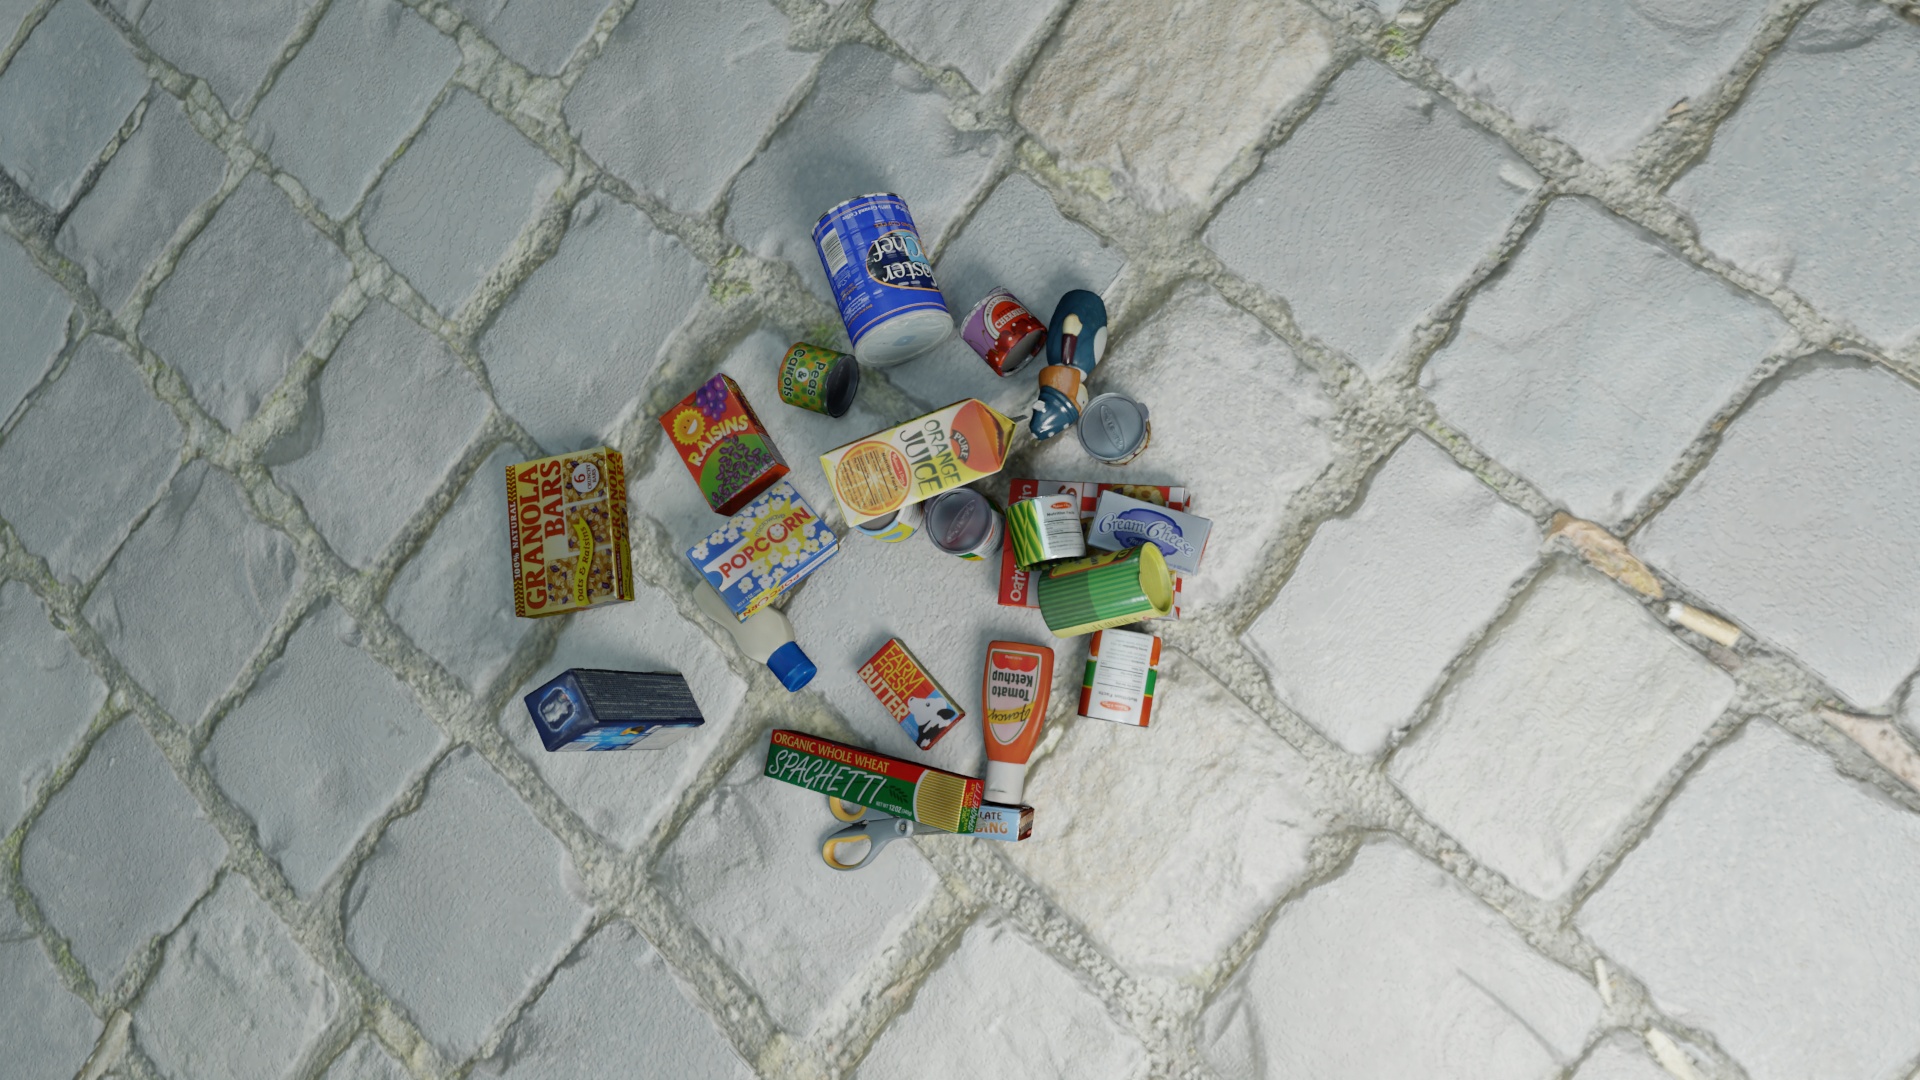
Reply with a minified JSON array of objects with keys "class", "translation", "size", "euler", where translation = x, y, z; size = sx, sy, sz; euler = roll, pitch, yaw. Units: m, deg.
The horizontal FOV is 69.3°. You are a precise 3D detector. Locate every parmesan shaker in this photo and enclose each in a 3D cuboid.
[{"class":"parmesan shaker","translation":[0.126,0.045,1.230],"size":[0.103,0.071,0.071],"euler":[-15,77,28]}]

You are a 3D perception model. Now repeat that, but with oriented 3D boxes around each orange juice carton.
[{"class":"orange juice carton","translation":[-0.027,-0.081,1.288],"size":[0.193,0.072,0.073],"euler":[-21,96,-1]}]

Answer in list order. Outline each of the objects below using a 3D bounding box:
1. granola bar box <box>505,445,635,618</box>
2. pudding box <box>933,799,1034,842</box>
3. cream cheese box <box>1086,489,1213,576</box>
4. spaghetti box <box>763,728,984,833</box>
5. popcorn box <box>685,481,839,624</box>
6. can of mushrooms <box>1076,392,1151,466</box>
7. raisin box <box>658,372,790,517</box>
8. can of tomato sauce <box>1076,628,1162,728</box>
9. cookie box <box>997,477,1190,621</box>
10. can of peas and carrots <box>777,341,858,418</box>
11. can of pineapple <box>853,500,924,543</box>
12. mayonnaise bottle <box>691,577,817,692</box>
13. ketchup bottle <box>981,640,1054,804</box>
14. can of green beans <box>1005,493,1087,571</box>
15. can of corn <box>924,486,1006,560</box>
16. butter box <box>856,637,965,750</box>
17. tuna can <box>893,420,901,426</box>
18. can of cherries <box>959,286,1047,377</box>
[{"class":"granola bar box","translation":[-0.415,-0.007,1.476],"size":[0.124,0.039,0.165],"euler":[-10,79,15]},{"class":"pudding box","translation":[0.022,0.259,1.293],"size":[0.084,0.049,0.030],"euler":[4,85,18]},{"class":"cream cheese box","translation":[0.171,-0.006,1.259],"size":[0.104,0.024,0.053],"euler":[17,86,18]},{"class":"spaghetti box","translation":[-0.087,0.223,1.303],"size":[0.250,0.028,0.050],"euler":[7,84,38]},{"class":"popcorn box","translation":[-0.195,0.011,1.382],"size":[0.127,0.038,0.085],"euler":[-37,72,-16]},{"class":"can of mushrooms","translation":[0.149,-0.105,1.318],"size":[0.071,0.033,0.071],"euler":[-3,80,17]},{"class":"raisin box","translation":[-0.245,-0.099,1.437],"size":[0.086,0.040,0.123],"euler":[-36,72,10]},{"class":"can of tomato sauce","translation":[0.146,0.125,1.269],"size":[0.071,0.071,0.083],"euler":[8,84,18]},{"class":"cookie box","translation":[0.125,0.008,1.305],"size":[0.167,0.040,0.123],"euler":[4,83,18]},{"class":"can of peas and carrots","translation":[-0.144,-0.162,1.399],"size":[0.059,0.071,0.071],"euler":[17,87,19]},{"class":"can of pineapple","translation":[-0.077,-0.033,1.364],"size":[0.071,0.058,0.071],"euler":[-3,81,17]},{"class":"mayonnaise bottle","translation":[-0.203,0.087,1.395],"size":[0.065,0.041,0.148],"euler":[-43,73,1]},{"class":"ketchup bottle","translation":[0.048,0.170,1.302],"size":[0.065,0.043,0.149],"euler":[6,84,18]},{"class":"can of green beans","translation":[0.078,-0.007,1.264],"size":[0.071,0.071,0.058],"euler":[-13,80,15]},{"class":"can of corn","translation":[0.005,-0.017,1.336],"size":[0.071,0.058,0.071],"euler":[-3,81,17]},{"class":"butter box","translation":[-0.048,0.148,1.346],"size":[0.053,0.024,0.103],"euler":[-45,72,6]},{"class":"tuna can","translation":[-0.042,-0.085,1.356],"size":[0.071,0.071,0.033],"euler":[34,95,19]},{"class":"can of cherries","translation":[0.043,-0.202,1.346],"size":[0.071,0.071,0.058],"euler":[-45,72,7]}]
